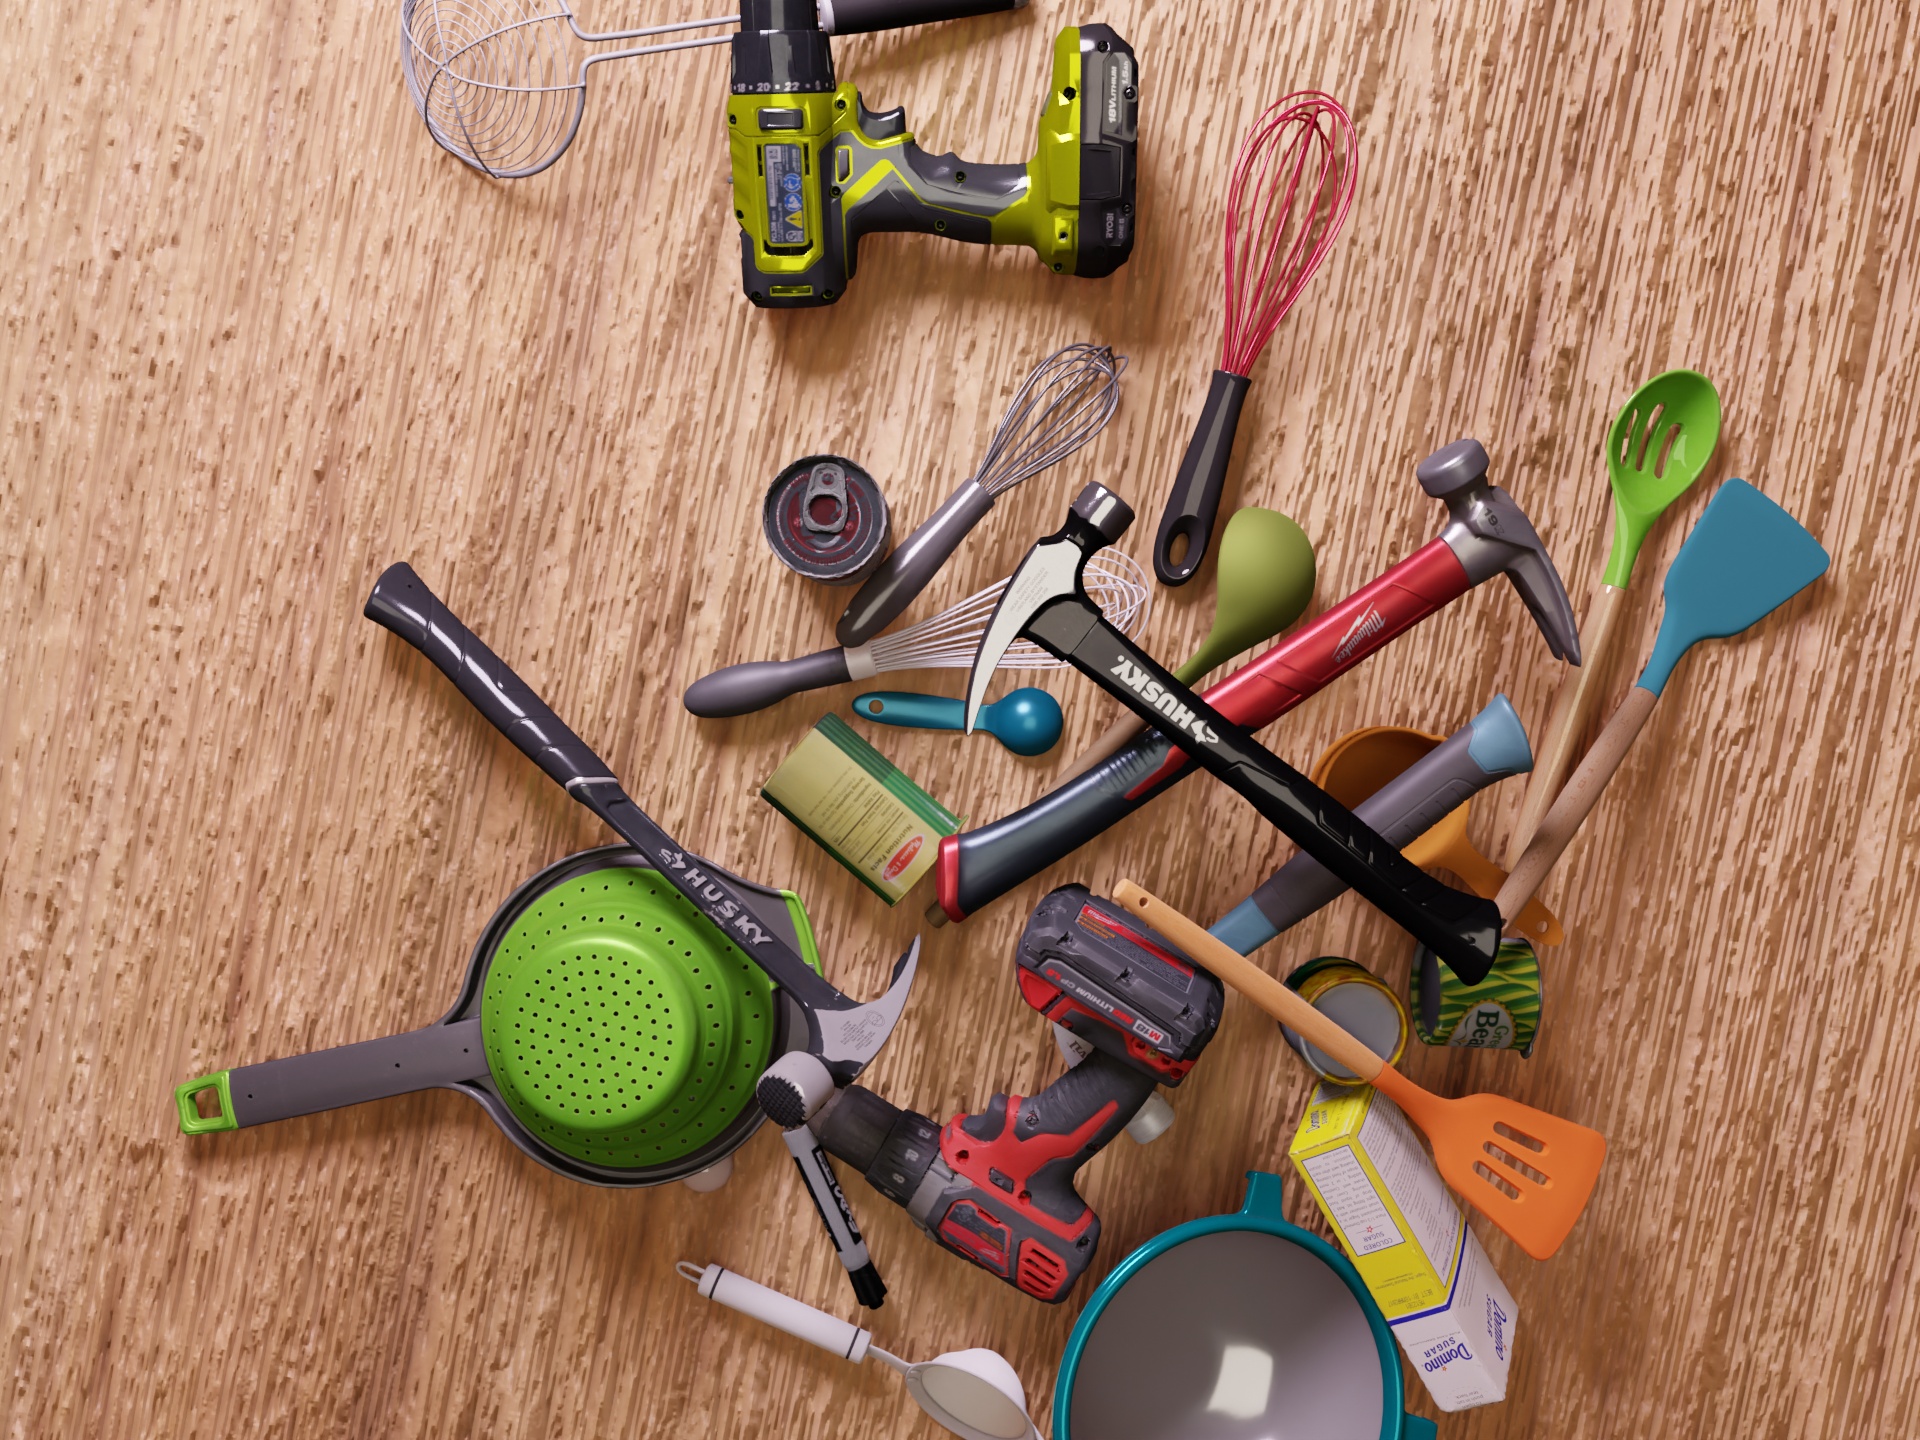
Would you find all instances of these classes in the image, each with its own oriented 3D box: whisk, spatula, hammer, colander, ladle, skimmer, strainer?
[{"bbox_3d":[-0.028,-0.045,0.938,0.284,0.070,0.070,-13,92,4],"label":"whisk"},{"bbox_3d":[0.391,0.002,0.925,0.082,0.044,0.317,39,76,-5],"label":"spatula"},{"bbox_3d":[0.166,-0.221,0.933,0.073,0.073,0.296,17,98,-1],"label":"whisk"},{"bbox_3d":[0.187,0.103,0.910,0.331,0.033,0.128,-41,89,17],"label":"hammer"},{"bbox_3d":[0.153,0.032,0.849,0.334,0.035,0.146,38,93,-5],"label":"hammer"},{"bbox_3d":[-0.278,0.191,0.915,0.397,0.094,0.204,-12,86,2],"label":"colander"},{"bbox_3d":[0.088,0.003,0.945,0.320,0.078,0.062,-45,48,9],"label":"ladle"},{"bbox_3d":[-0.143,-0.405,0.934,0.363,0.090,0.127,-13,112,-10],"label":"skimmer"},{"bbox_3d":[0.158,0.008,0.889,0.386,0.038,0.143,-34,103,1],"label":"hammer"},{"bbox_3d":[-0.053,0.377,0.956,0.258,0.050,0.086,22,135,4],"label":"strainer"},{"bbox_3d":[-0.192,0.048,0.910,0.409,0.149,0.036,42,127,10],"label":"hammer"},{"bbox_3d":[0.217,0.182,0.883,0.322,0.041,0.081,36,78,-11],"label":"spatula"},{"bbox_3d":[0.012,-0.130,0.920,0.055,0.055,0.239,43,84,-1],"label":"whisk"},{"bbox_3d":[0.090,0.421,0.907,0.340,0.095,0.211,-33,93,-14],"label":"strainer"}]

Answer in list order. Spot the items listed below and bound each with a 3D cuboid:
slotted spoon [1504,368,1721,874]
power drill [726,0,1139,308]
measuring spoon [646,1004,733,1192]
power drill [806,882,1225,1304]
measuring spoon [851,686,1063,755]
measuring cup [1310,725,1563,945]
[{"bbox_3d":[0.380,-0.056,0.951,0.070,0.031,0.314,16,94,-16],"label":"slotted spoon"},{"bbox_3d":[-0.018,-0.334,0.896,0.228,0.080,0.190,-1,112,-1],"label":"power drill"},{"bbox_3d":[-0.170,0.228,0.961,0.034,0.018,0.124,-19,92,1],"label":"measuring spoon"},{"bbox_3d":[0.028,0.207,0.914,0.188,0.080,0.226,30,109,7],"label":"power drill"},{"bbox_3d":[-0.002,-0.003,0.952,0.128,0.021,0.042,5,92,-2],"label":"measuring spoon"},{"bbox_3d":[0.282,0.073,0.943,0.173,0.052,0.095,40,91,-3],"label":"measuring cup"}]
